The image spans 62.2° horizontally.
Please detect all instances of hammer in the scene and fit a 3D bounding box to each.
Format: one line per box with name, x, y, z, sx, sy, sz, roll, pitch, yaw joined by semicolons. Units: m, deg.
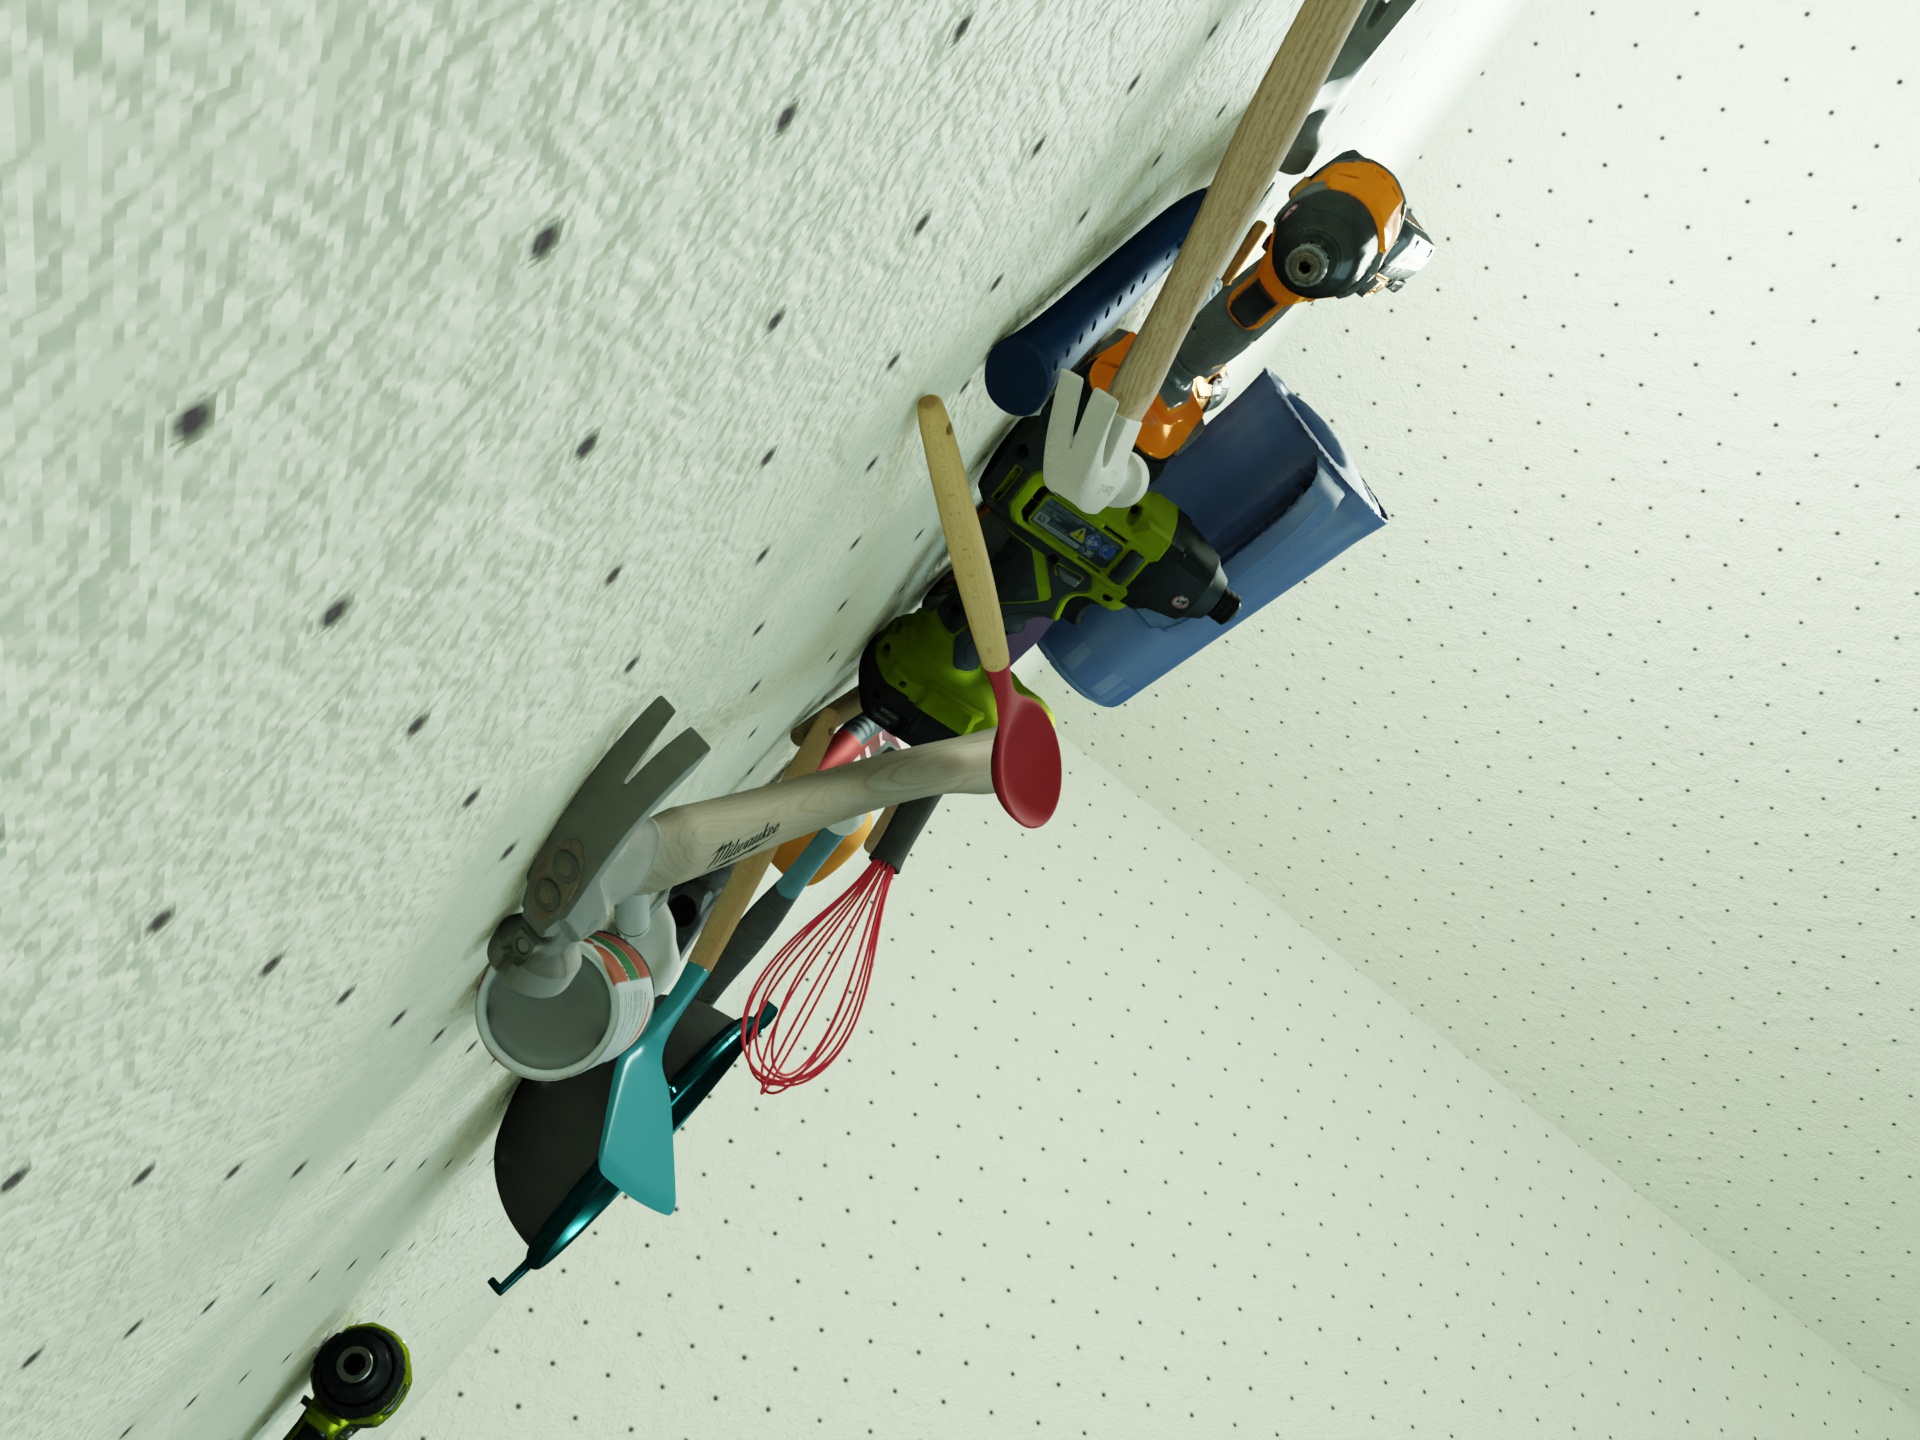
hammer;0.129;-0.249;0.749;0.331;0.031;0.130;-63;164;16
hammer;-0.054;0.031;0.810;0.146;0.038;0.410;-53;161;24
hammer;-0.132;0.129;1.166;0.331;0.033;0.128;-50;177;36
hammer;0.134;-0.284;0.853;0.406;0.035;0.144;-49;176;-37
hammer;-0.096;0.034;1.154;0.143;0.038;0.386;-53;177;42

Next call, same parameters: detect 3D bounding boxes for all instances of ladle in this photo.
ladle;0.014;-0.044;0.799;0.315;0.031;0.069;73;31;-53
ladle;-0.033;-0.050;1.139;0.320;0.062;0.078;-36;136;-51

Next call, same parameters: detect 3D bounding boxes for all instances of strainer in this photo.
strainer;-0.182;0.117;0.886;0.087;0.050;0.258;-54;175;-24
strainer;-0.223;0.240;1.118;0.211;0.095;0.340;-51;175;17

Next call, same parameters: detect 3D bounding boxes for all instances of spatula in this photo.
spatula;0.147;-0.277;1.251;0.323;0.041;0.081;-55;180;-12
spatula;-0.134;0.127;0.940;0.318;0.044;0.082;-65;146;-25
spatula;-0.002;-0.004;1.125;0.059;0.018;0.315;-4;142;-37

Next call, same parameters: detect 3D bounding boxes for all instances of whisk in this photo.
whisk;-0.060;0.112;1.046;0.296;0.073;0.073;-61;180;-20

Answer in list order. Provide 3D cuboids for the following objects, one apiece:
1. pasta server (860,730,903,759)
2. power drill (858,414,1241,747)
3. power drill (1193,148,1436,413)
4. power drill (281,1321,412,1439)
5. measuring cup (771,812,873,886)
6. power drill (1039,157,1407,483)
pasta server;0.028;-0.045;1.289;0.316;0.040;0.060;-32;172;31
power drill;0.050;-0.061;0.988;0.223;0.171;0.080;-48;-166;38
power drill;0.210;-0.282;1.099;0.226;0.084;0.185;-36;174;26
power drill;-0.457;0.508;1.062;0.228;0.080;0.190;-53;178;-30
measuring cup;-0.085;0.074;1.223;0.173;0.052;0.095;-30;-164;44
power drill;0.154;-0.229;0.934;0.226;0.084;0.164;-38;-173;34
